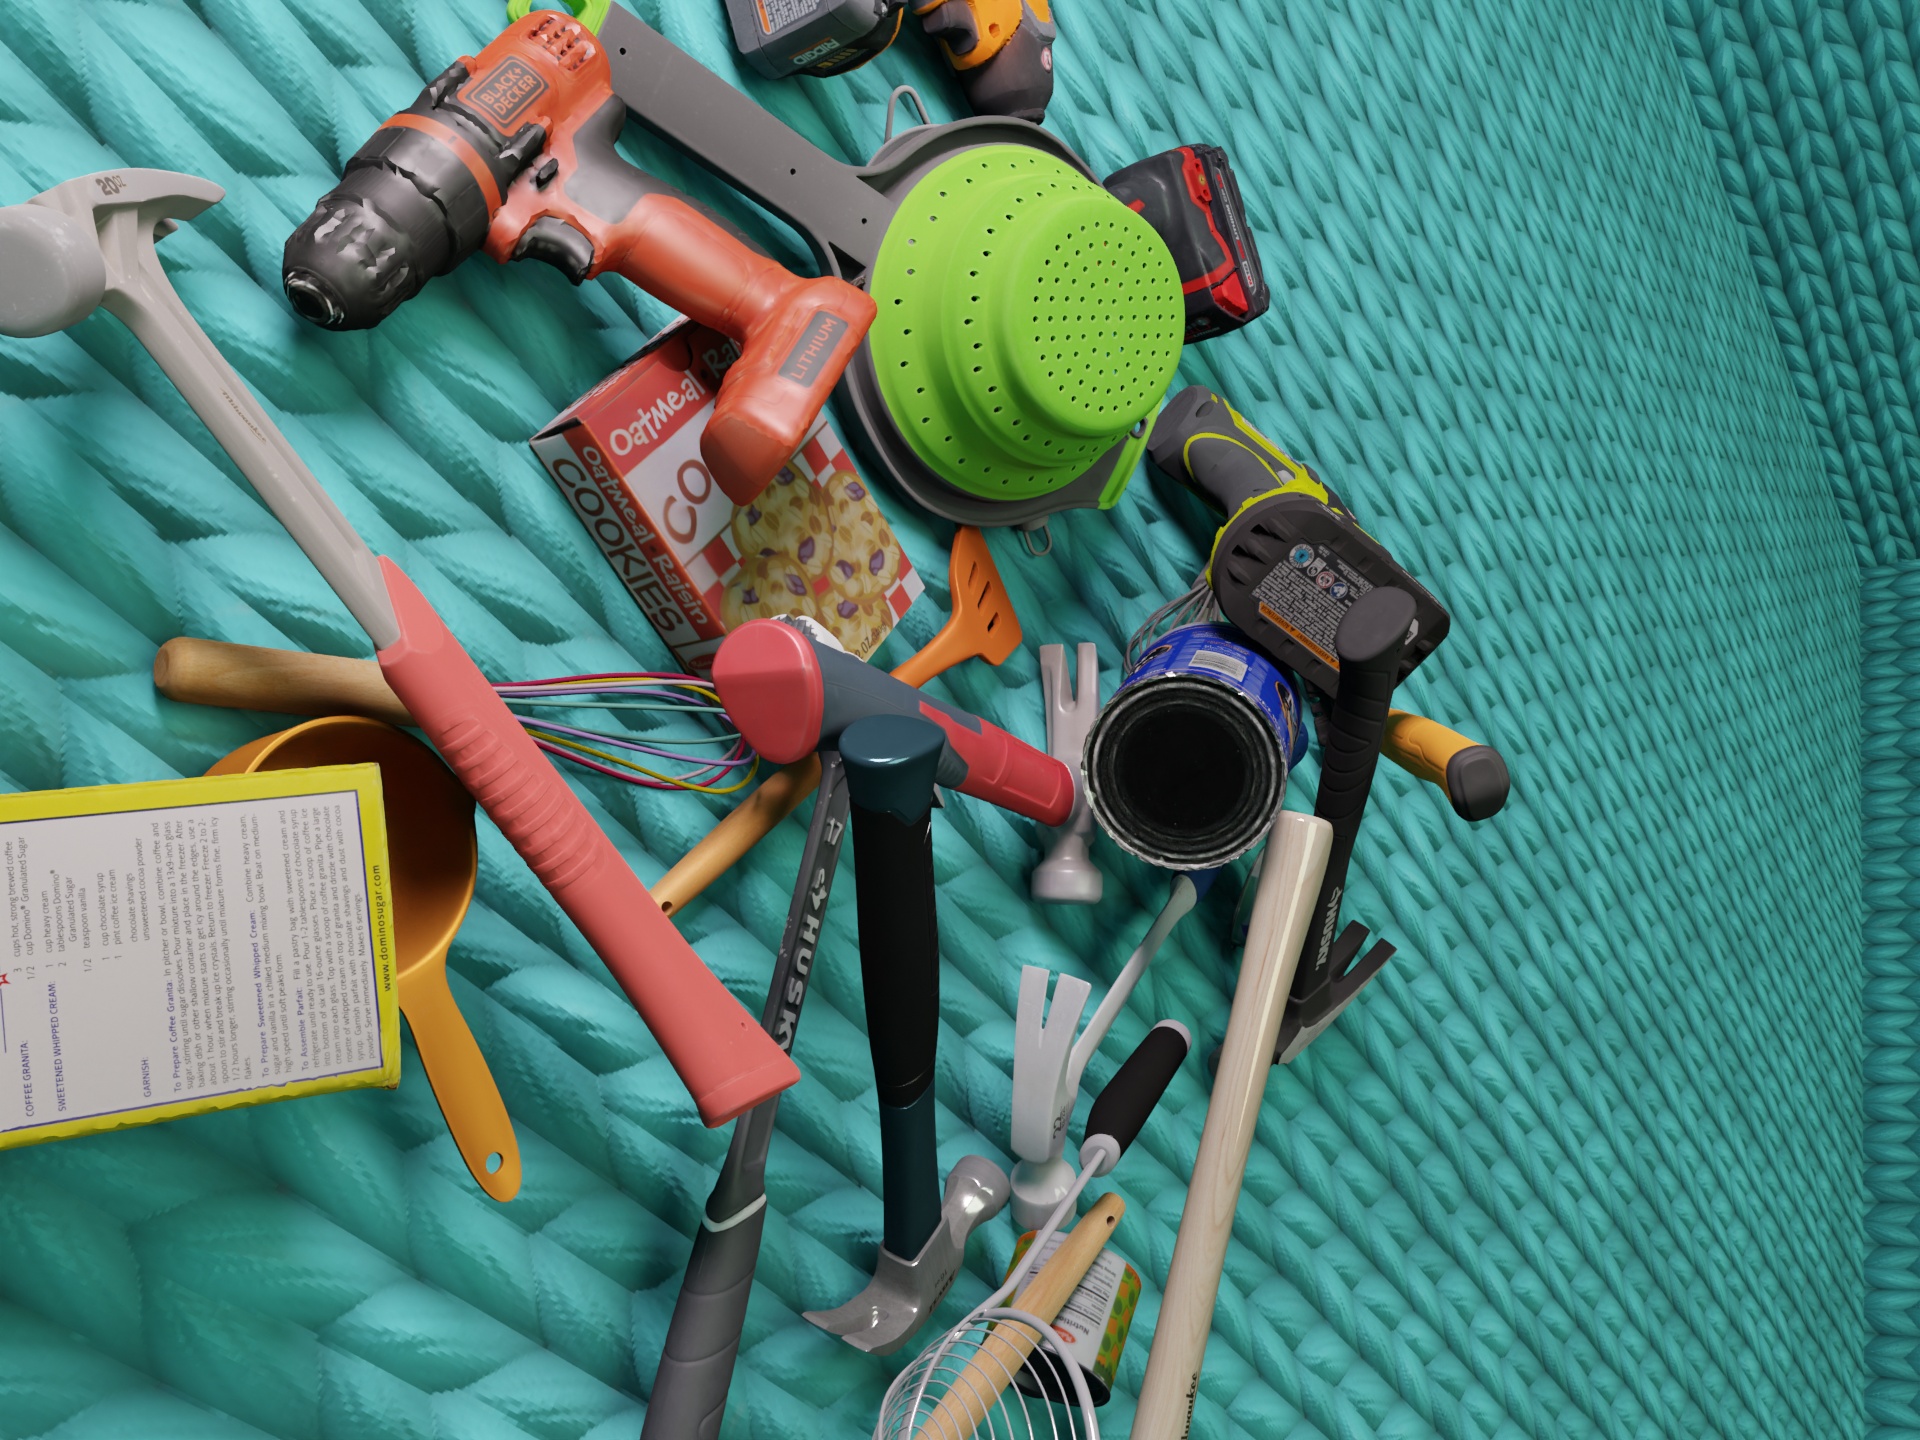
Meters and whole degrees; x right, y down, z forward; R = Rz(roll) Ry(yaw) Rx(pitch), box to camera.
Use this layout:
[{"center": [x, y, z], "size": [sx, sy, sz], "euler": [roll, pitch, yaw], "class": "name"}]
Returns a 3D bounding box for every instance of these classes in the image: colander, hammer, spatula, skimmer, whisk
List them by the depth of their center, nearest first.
[{"center": [-0.163, -0.008, 0.516], "size": [0.358, 0.036, 0.149], "euler": [58, 5, -21], "class": "hammer"}, {"center": [-0.167, -0.002, 0.588], "size": [0.244, 0.051, 0.047], "euler": [8, 81, -47], "class": "whisk"}, {"center": [-0.083, 0.172, 0.629], "size": [0.149, 0.036, 0.409], "euler": [45, 54, -60], "class": "hammer"}, {"center": [-0.021, 0.132, 0.629], "size": [0.128, 0.033, 0.330], "euler": [-47, 146, -43], "class": "hammer"}, {"center": [0.060, 0.240, 0.682], "size": [0.090, 0.127, 0.363], "euler": [43, 29, 7], "class": "skimmer"}, {"center": [-0.001, -0.002, 0.696], "size": [0.386, 0.038, 0.143], "euler": [27, 62, -68], "class": "hammer"}, {"center": [-0.017, -0.225, 0.738], "size": [0.396, 0.094, 0.204], "euler": [26, 83, -36], "class": "colander"}, {"center": [-0.051, 0.000, 0.748], "size": [0.323, 0.041, 0.081], "euler": [-44, 118, -42], "class": "spatula"}, {"center": [0.121, 0.244, 0.784], "size": [0.146, 0.038, 0.411], "euler": [32, 71, -67], "class": "hammer"}, {"center": [0.213, 0.067, 0.896], "size": [0.146, 0.035, 0.334], "euler": [-31, 139, -31], "class": "hammer"}, {"center": [0.125, 0.100, 0.907], "size": [0.405, 0.035, 0.144], "euler": [-45, 142, -50], "class": "hammer"}, {"center": [0.262, -0.001, 0.977], "size": [0.337, 0.034, 0.127], "euler": [-94, 167, -82], "class": "hammer"}, {"center": [0.161, -0.083, 1.012], "size": [0.055, 0.055, 0.239], "euler": [62, 38, -22], "class": "whisk"}]

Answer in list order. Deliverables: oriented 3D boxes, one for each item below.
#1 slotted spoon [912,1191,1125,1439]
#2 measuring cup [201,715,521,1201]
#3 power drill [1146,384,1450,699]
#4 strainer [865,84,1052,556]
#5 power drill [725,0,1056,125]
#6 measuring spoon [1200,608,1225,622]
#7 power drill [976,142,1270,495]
[{"center": [-0.018, 0.314, 0.673], "size": [0.314, 0.031, 0.070], "euler": [-42, 109, -38], "class": "slotted spoon"}, {"center": [-0.195, 0.084, 0.527], "size": [0.095, 0.052, 0.173], "euler": [-36, 112, -49], "class": "measuring cup"}, {"center": [0.201, -0.104, 0.942], "size": [0.171, 0.080, 0.223], "euler": [34, 22, -18], "class": "power drill"}, {"center": [0.003, -0.203, 0.846], "size": [0.087, 0.050, 0.258], "euler": [-28, 114, -17], "class": "strainer"}, {"center": [-0.025, -0.376, 0.818], "size": [0.226, 0.084, 0.164], "euler": [-24, 102, -55], "class": "power drill"}, {"center": [0.169, -0.028, 1.000], "size": [0.034, 0.018, 0.124], "euler": [2, 53, -12], "class": "measuring spoon"}, {"center": [0.096, -0.242, 0.944], "size": [0.227, 0.080, 0.188], "euler": [-34, 109, -46], "class": "power drill"}]
